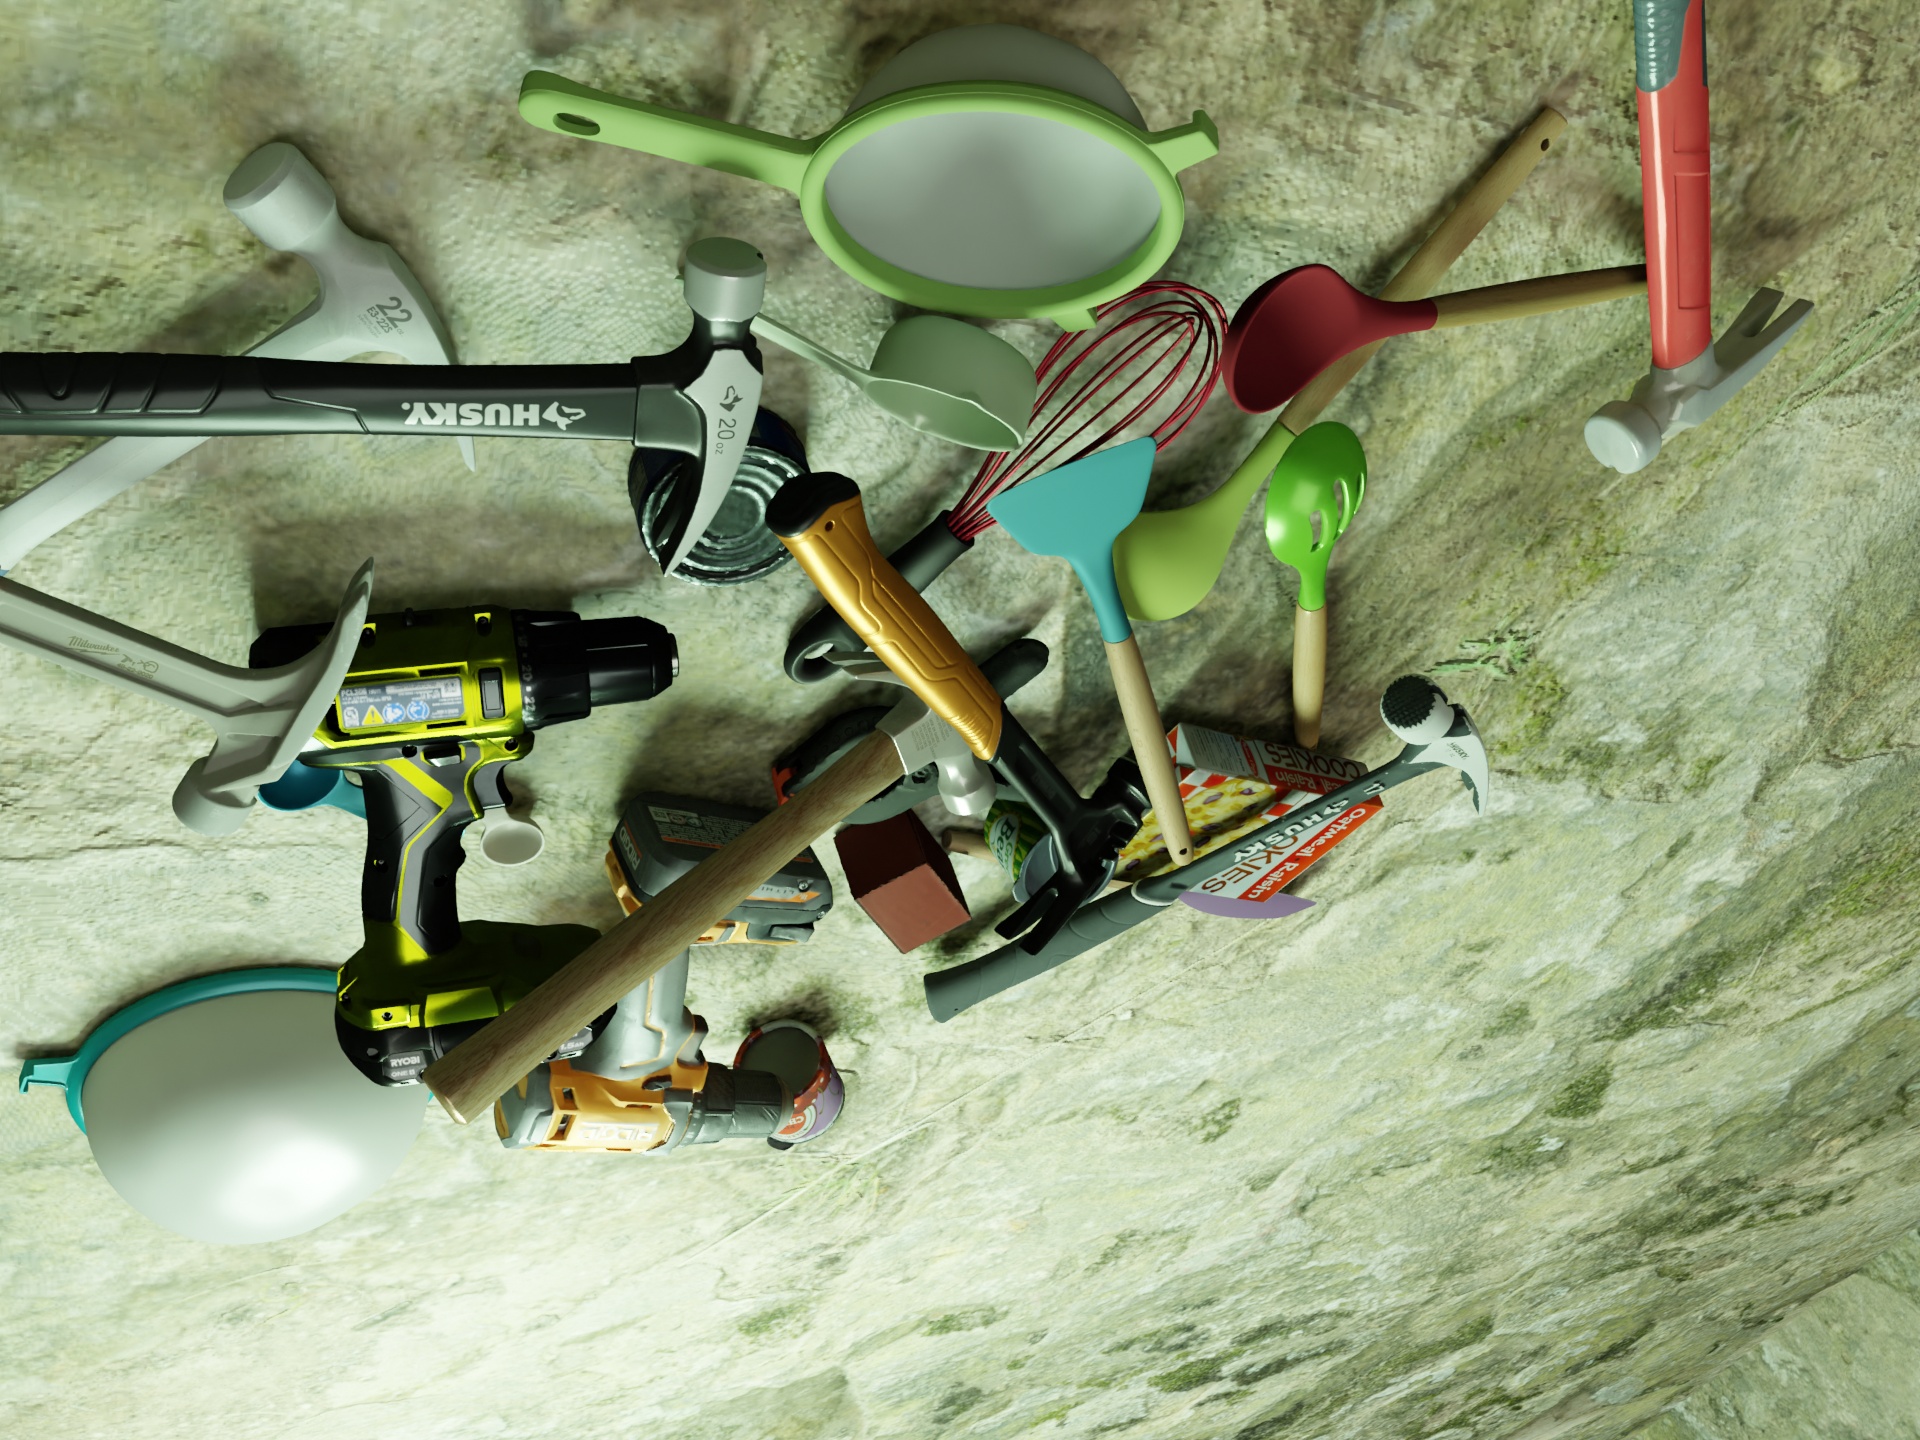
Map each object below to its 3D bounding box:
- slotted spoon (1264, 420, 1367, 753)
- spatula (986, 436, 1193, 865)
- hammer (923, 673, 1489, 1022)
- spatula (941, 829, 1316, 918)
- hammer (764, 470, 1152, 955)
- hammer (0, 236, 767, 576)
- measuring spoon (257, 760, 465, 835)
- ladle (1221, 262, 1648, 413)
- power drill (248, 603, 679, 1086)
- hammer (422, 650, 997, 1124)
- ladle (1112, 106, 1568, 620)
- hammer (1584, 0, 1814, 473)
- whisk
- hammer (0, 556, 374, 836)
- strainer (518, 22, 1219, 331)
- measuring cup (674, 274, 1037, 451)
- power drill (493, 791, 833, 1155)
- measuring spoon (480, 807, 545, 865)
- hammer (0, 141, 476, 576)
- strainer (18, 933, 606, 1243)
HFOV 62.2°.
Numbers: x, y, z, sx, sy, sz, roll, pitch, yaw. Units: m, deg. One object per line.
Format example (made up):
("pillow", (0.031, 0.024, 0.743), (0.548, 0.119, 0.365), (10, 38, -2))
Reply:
("slotted spoon", (0.201, -0.056, 0.902), (0.070, 0.031, 0.313), (-41, 152, -12))
("spatula", (0.089, -0.020, 0.830), (0.082, 0.044, 0.317), (-22, 132, 1))
("hammer", (0.142, 0.101, 1.005), (0.409, 0.036, 0.149), (-30, 144, 24))
("spatula", (0.118, 0.108, 1.079), (0.315, 0.018, 0.060), (15, 150, -34))
("hammer", (-0.001, -0.003, 0.809), (0.127, 0.034, 0.336), (-51, 136, -10))
("hammer", (-0.245, -0.119, 0.611), (0.334, 0.035, 0.146), (-3, 135, -20))
("measuring spoon", (-0.309, 0.037, 0.823), (0.042, 0.021, 0.128), (-46, 144, 8))
("ladle", (0.243, -0.199, 0.762), (0.315, 0.031, 0.069), (-15, 134, -27))
("power drill", (-0.231, 0.053, 0.781), (0.190, 0.080, 0.228), (-6, 112, -17))
("hammer", (-0.121, 0.080, 0.795), (0.331, 0.031, 0.129), (-38, 131, -22))
("ladle", (0.176, -0.174, 0.799), (0.078, 0.062, 0.320), (25, 114, -38))
("hammer", (0.333, -0.295, 0.720), (0.143, 0.038, 0.385), (-40, 136, -11))
("whisk", (0.013, -0.106, 0.781), (0.296, 0.073, 0.073), (-39, 137, 27))
("hammer", (-0.414, -0.071, 0.592), (0.358, 0.037, 0.149), (26, 117, -30))
("strainer", (-0.037, -0.233, 0.620), (0.256, 0.069, 0.151), (9, 164, -12))
("measuring cup", (-0.042, -0.169, 0.697), (0.167, 0.083, 0.038), (23, 84, -18))
("power drill", (-0.153, 0.163, 0.938), (0.185, 0.084, 0.226), (13, 113, -34))
("measuring spoon", (-0.256, 0.031, 0.841), (0.034, 0.018, 0.124), (-20, 132, -2))
("hammer", (-0.387, -0.072, 0.653), (0.405, 0.035, 0.143), (-29, 138, 8))
("strainer", (-0.351, 0.222, 0.937), (0.340, 0.095, 0.210), (-21, 139, 0))
